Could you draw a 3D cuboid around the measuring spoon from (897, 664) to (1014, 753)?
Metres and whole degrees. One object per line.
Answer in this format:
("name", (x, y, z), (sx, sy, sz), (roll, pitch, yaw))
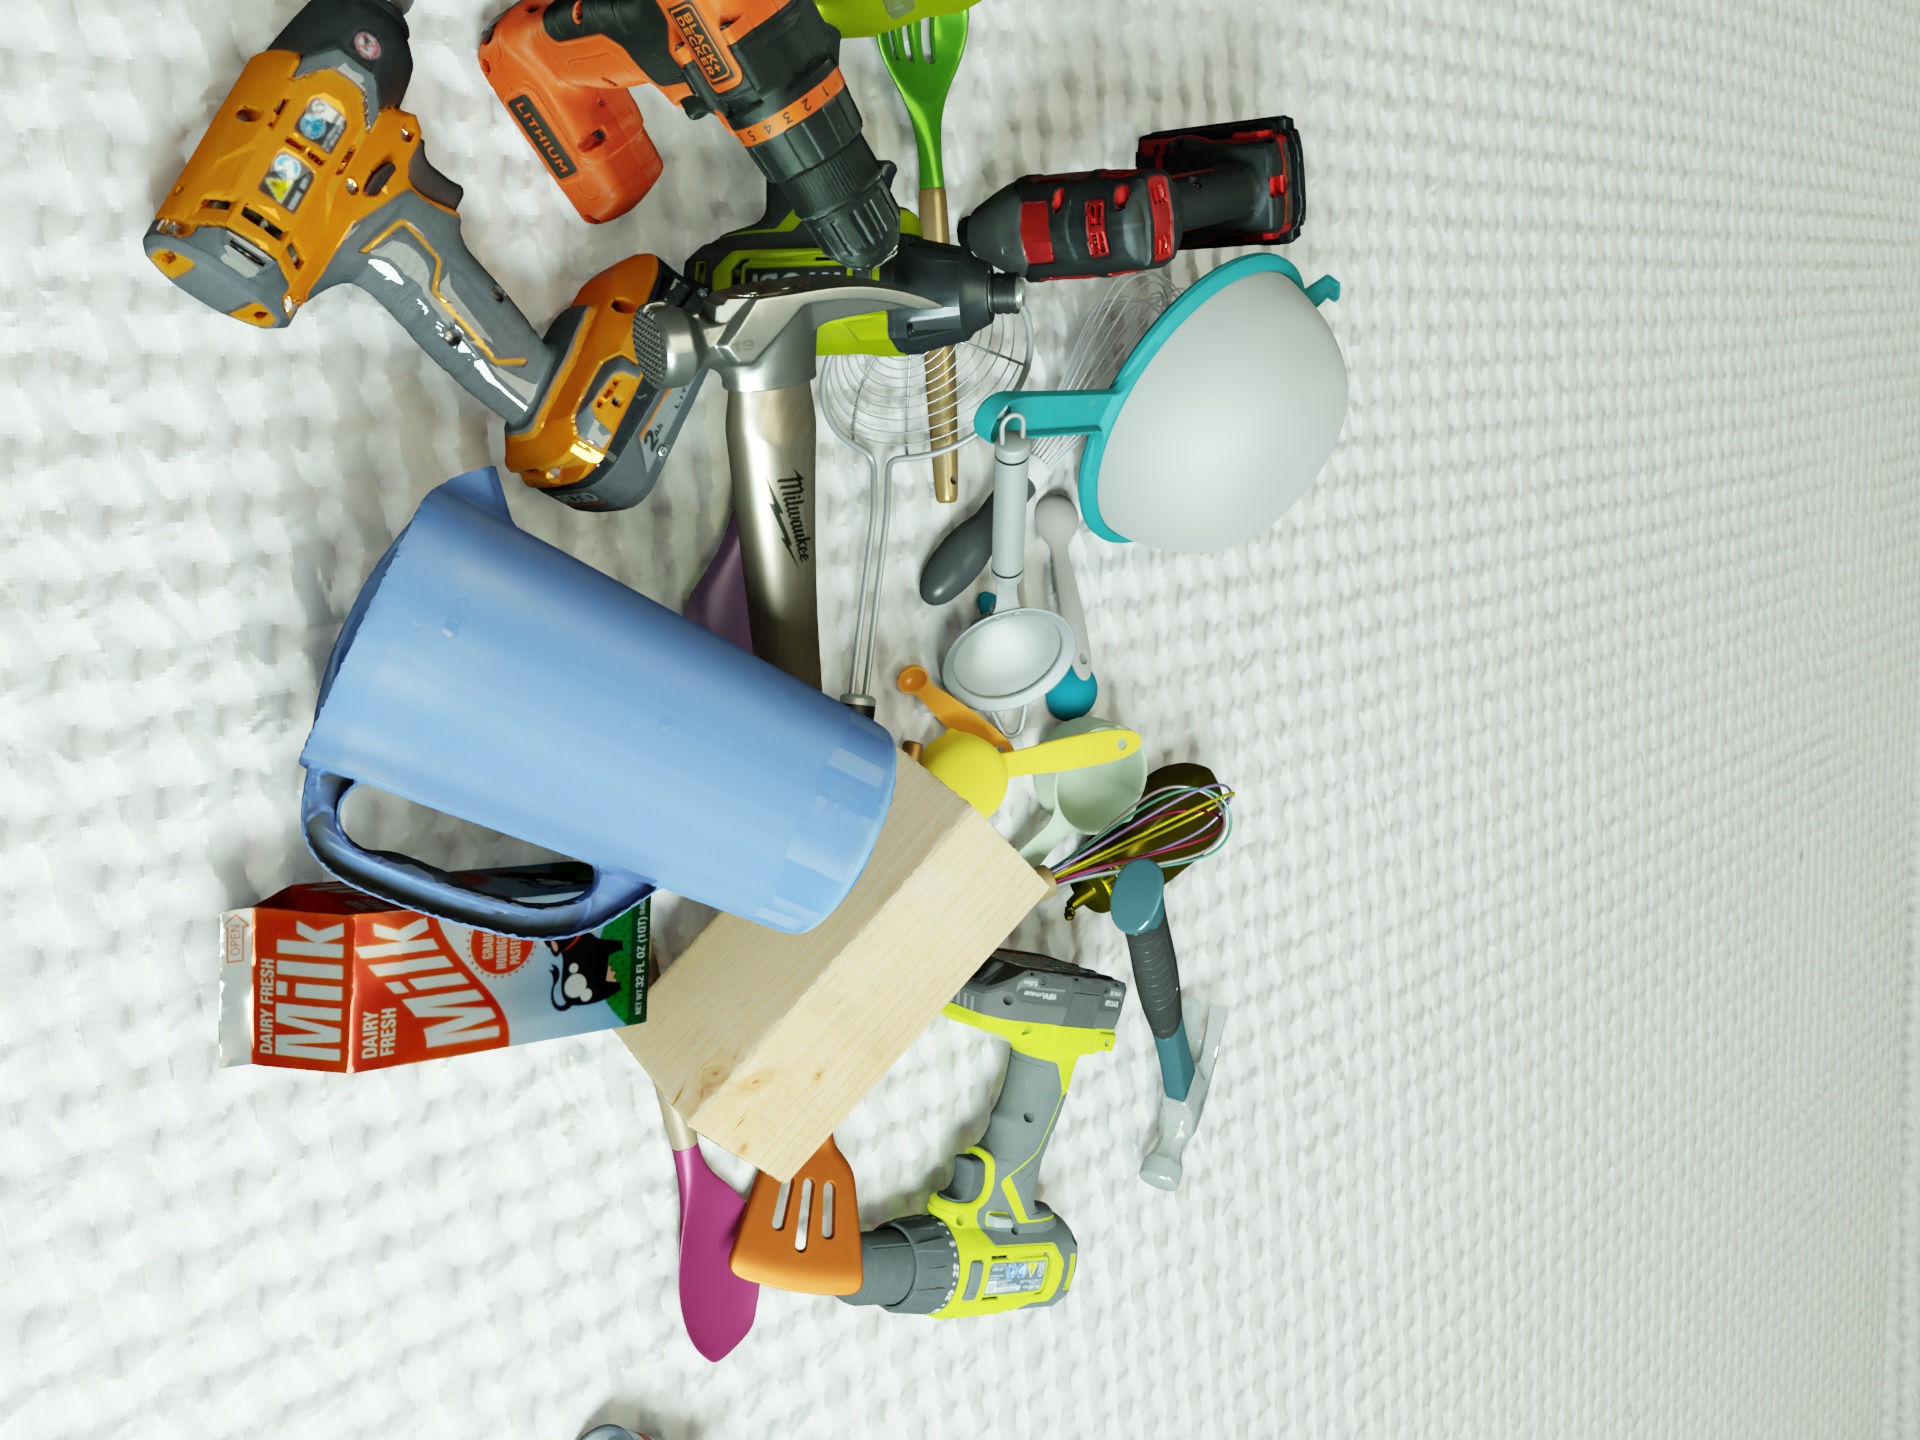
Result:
("measuring spoon", (-0.002, -0.003, 0.995), (0.021, 0.011, 0.116), (-40, 132, 12))

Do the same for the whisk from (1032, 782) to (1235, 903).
("whisk", (0.075, 0.096, 1.024), (0.245, 0.047, 0.051), (-22, 106, -19))

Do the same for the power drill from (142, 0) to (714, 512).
("power drill", (-0.220, -0.212, 0.716), (0.226, 0.084, 0.164), (32, 73, -37))

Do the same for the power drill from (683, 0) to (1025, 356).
("power drill", (-0.051, -0.299, 0.809), (0.080, 0.171, 0.223), (-6, 97, -79))

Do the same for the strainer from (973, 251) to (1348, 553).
("strainer", (0.141, -0.171, 0.967), (0.340, 0.095, 0.211), (-16, 139, -51))

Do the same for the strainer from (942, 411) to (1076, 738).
("strainer", (0.028, -0.084, 0.933), (0.087, 0.050, 0.258), (-13, 144, -10))

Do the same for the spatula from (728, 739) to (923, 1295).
("spatula", (-0.063, 0.168, 0.937), (0.081, 0.041, 0.323), (16, 81, -17))

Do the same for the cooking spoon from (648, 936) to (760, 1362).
("cooking spoon", (-0.157, 0.209, 0.871), (0.069, 0.017, 0.318), (-31, 117, -52))

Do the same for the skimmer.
("skimmer", (-0.036, -0.069, 0.897), (0.127, 0.090, 0.363), (6, 92, -35))

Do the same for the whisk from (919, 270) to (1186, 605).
("whisk", (0.062, -0.178, 1.004), (0.285, 0.070, 0.070), (-53, 127, -19))

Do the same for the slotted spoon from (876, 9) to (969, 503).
("slotted spoon", (-0.017, -0.285, 0.933), (0.070, 0.031, 0.313), (-15, 107, -41))

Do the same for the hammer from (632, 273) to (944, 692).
("hammer", (-0.080, -0.020, 0.820), (0.146, 0.038, 0.410), (-18, 125, -30))

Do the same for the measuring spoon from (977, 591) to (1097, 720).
("measuring spoon", (0.054, -0.043, 1.033), (0.128, 0.021, 0.042), (44, 66, -39))

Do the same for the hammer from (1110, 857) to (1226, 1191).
("hammer", (0.135, 0.194, 1.055), (0.330, 0.033, 0.128), (71, 37, -52))

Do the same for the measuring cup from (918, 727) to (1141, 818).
("measuring cup", (0.048, 0.028, 0.995), (0.156, 0.029, 0.062), (-11, 102, -18))

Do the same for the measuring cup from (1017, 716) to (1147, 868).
("measuring cup", (0.053, 0.066, 1.046), (0.167, 0.038, 0.083), (-47, 123, -11))

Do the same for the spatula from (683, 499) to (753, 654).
("spatula", (-0.110, -0.138, 0.869), (0.059, 0.018, 0.316), (13, 88, -45))

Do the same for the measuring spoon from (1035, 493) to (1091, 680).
("measuring spoon", (0.074, -0.088, 1.038), (0.034, 0.018, 0.124), (-15, 96, -42))

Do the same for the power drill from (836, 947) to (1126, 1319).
("power drill", (0.011, 0.262, 0.999), (0.190, 0.080, 0.228), (15, 87, -43))

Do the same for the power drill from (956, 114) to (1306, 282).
("power drill", (0.107, -0.315, 0.977), (0.219, 0.143, 0.078), (-30, 120, -44))
